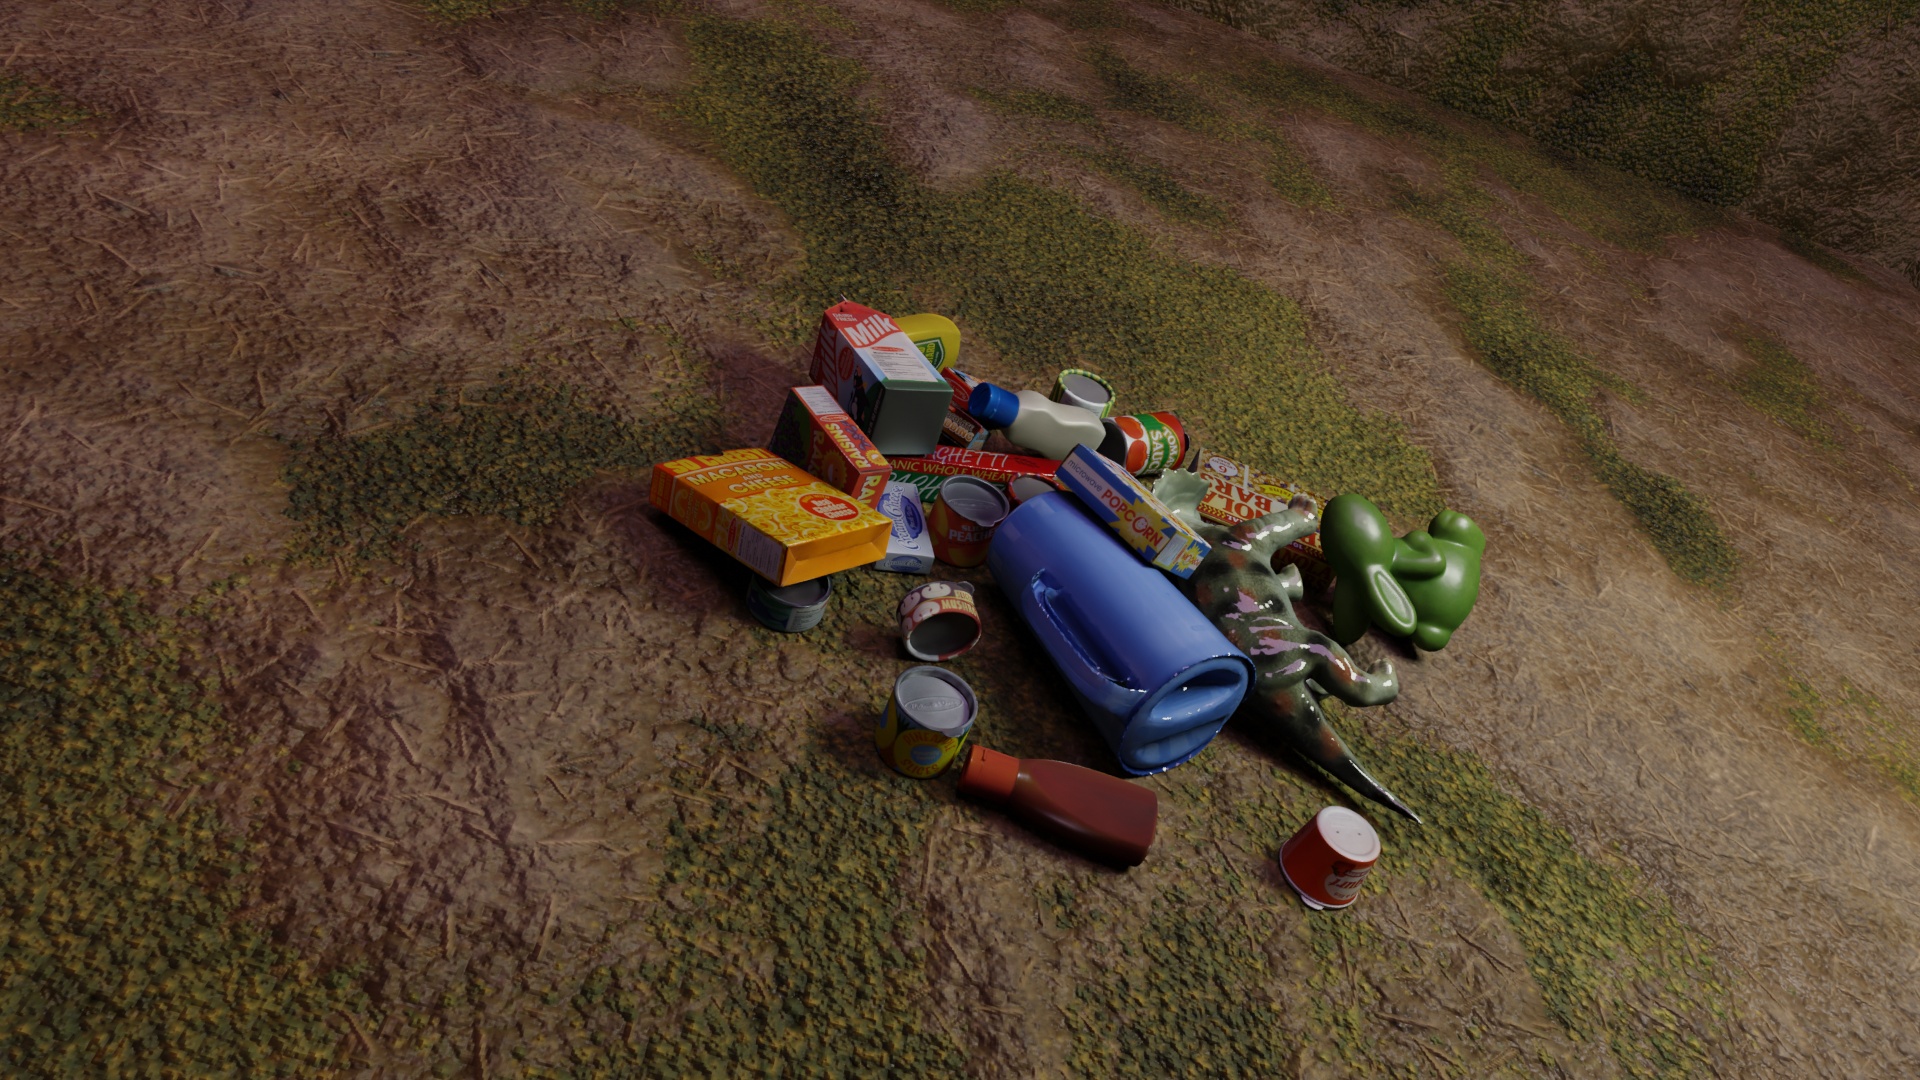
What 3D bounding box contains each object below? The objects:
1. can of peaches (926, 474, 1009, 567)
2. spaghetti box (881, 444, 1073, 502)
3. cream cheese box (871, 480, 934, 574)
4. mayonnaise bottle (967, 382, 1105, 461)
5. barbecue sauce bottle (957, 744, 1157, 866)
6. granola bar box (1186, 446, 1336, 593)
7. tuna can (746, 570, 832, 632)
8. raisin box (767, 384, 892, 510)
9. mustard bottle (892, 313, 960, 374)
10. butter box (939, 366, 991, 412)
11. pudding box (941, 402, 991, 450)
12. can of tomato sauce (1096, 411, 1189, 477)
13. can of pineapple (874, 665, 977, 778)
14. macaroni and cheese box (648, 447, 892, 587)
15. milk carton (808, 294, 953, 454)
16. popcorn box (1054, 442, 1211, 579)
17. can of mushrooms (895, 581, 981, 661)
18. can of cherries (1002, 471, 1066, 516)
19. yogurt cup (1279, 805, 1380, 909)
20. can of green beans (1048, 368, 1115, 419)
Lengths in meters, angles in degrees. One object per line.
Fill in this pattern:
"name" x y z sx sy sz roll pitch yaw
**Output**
"can of peaches" 0.005 -0.016 1.264 0.071 0.057 0.071 15 37 -12
"spaghetti box" 0.009 -0.060 1.327 0.250 0.050 0.029 6 39 -21
"cream cheese box" -0.059 -0.013 1.255 0.053 0.024 0.104 6 40 -19
"mayonnaise bottle" 0.074 -0.119 1.393 0.148 0.064 0.041 19 36 -37
"barbecue sauce bottle" 0.073 0.195 1.050 0.148 0.043 0.065 20 37 -3
"granola bar box" 0.313 -0.024 1.449 0.165 0.038 0.125 22 37 0
"tuna can" -0.142 0.040 1.138 0.071 0.032 0.071 14 37 -11
"raisin box" -0.119 -0.068 1.240 0.040 0.085 0.124 -7 46 -41
"mustard bottle" -0.077 -0.196 1.444 0.161 0.065 0.049 -13 44 -31
"butter box" 0.021 -0.147 1.428 0.053 0.024 0.103 42 16 28
"pudding box" -0.001 -0.111 1.365 0.050 0.030 0.084 37 3 7
"can of tomato sauce" 0.185 -0.098 1.452 0.083 0.070 0.071 -8 47 -34
"can of pineapple" -0.027 0.139 1.054 0.071 0.057 0.071 14 38 -11
"macaroni and cheese box" -0.159 -0.025 1.162 0.167 0.040 0.124 29 27 32
"milk carton" -0.086 -0.160 1.315 0.073 0.072 0.191 -1 36 -31
"popcorn box" 0.149 -0.026 1.200 0.127 0.038 0.085 45 12 29
"can of mushrooms" -0.016 0.066 1.141 0.071 0.070 0.033 5 42 -22
"can of cherries" 0.063 -0.025 1.304 0.071 0.058 0.072 15 38 -11
"yogurt cup" 0.293 0.246 1.092 0.072 0.053 0.073 15 37 -11
"can of green beans" 0.125 -0.142 1.482 0.071 0.057 0.071 14 37 -11
